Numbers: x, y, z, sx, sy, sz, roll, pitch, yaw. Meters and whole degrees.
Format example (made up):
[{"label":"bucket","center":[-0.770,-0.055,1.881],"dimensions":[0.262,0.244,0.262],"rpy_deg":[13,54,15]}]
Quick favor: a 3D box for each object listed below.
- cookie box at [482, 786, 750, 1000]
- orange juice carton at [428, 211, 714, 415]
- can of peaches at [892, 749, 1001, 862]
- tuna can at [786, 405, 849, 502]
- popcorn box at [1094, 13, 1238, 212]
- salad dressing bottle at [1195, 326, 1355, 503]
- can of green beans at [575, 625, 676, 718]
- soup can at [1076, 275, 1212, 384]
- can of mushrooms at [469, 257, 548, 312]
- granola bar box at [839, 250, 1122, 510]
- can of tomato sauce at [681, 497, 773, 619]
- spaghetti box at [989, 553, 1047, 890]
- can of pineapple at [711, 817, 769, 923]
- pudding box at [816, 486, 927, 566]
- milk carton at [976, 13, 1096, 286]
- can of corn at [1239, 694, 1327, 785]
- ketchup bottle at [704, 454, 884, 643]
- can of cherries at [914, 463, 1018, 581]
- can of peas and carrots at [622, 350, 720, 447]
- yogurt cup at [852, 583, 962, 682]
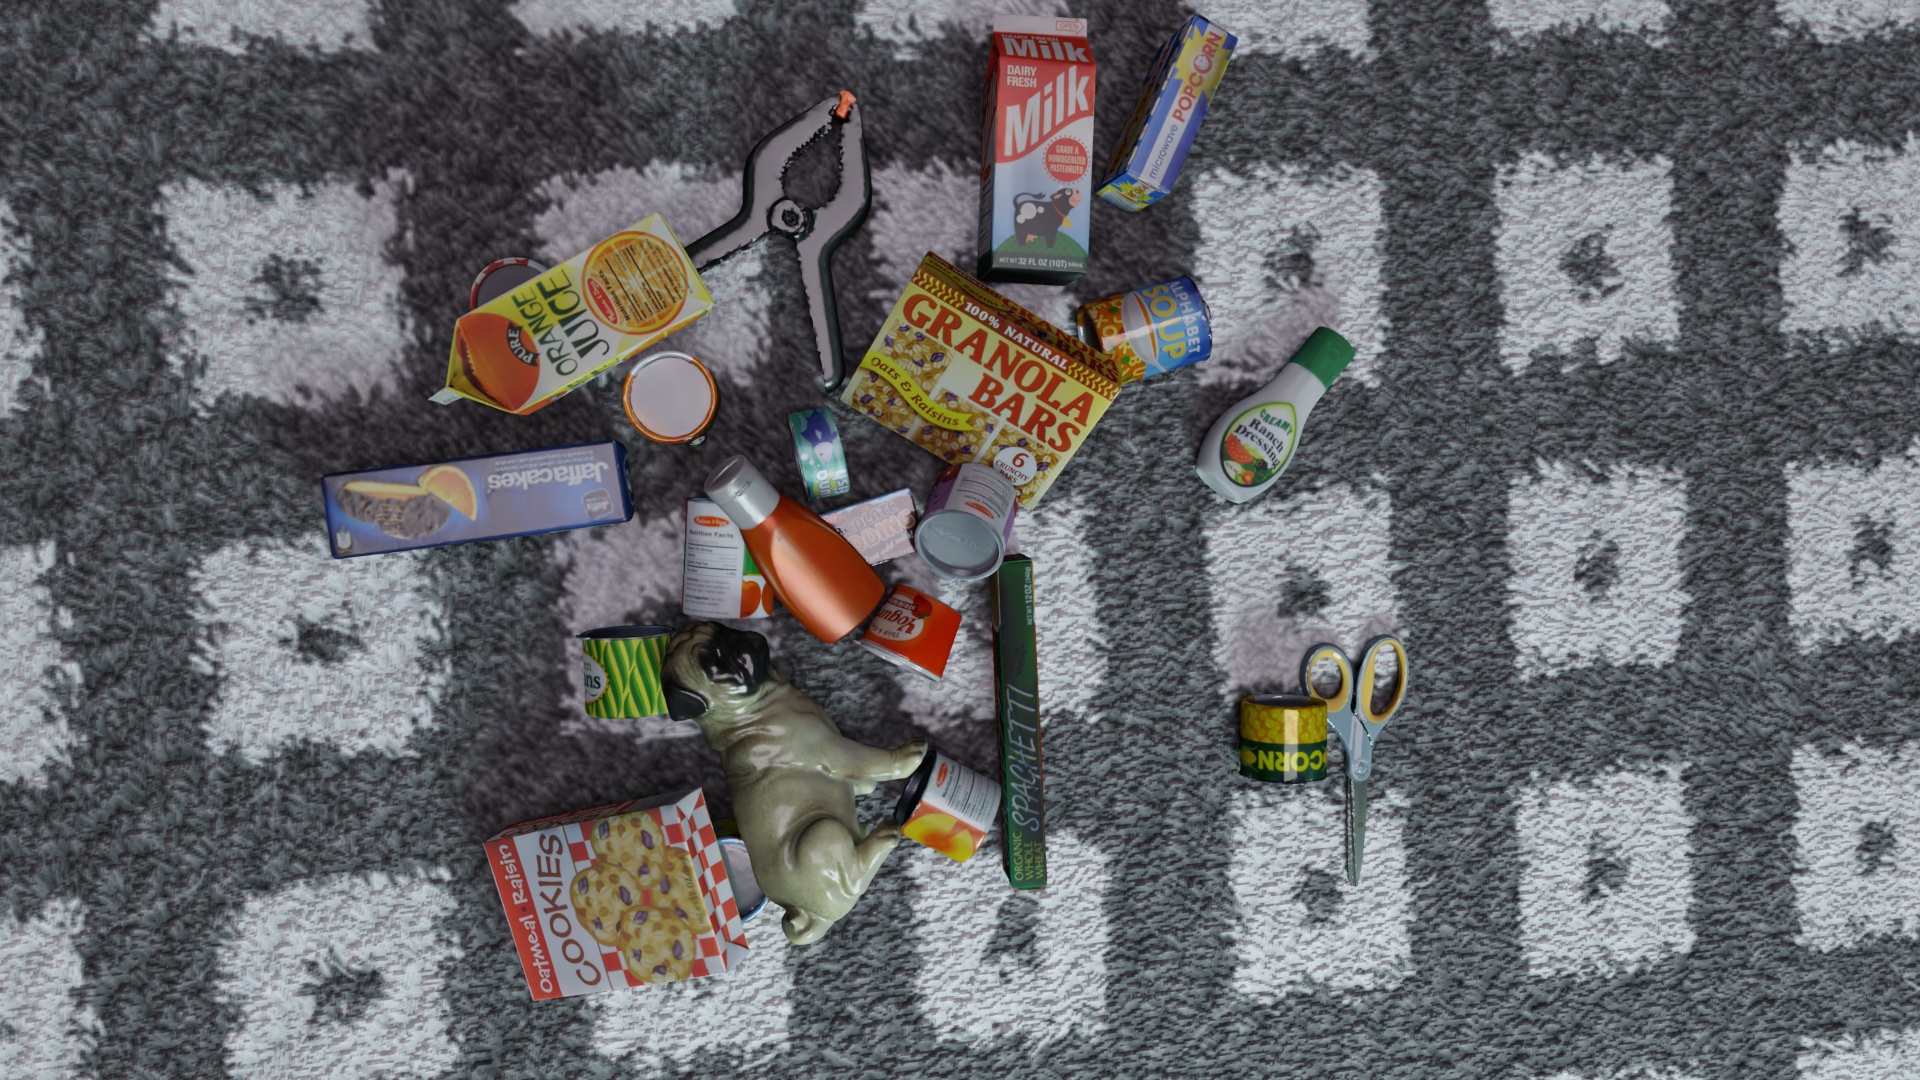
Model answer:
[{"label":"cookie box","center":[-0.243,0.250,0.978],"dimensions":[0.167,0.040,0.123],"rpy_deg":[-15,94,21]},{"label":"orange juice carton","center":[-0.269,-0.142,0.942],"dimensions":[0.193,0.072,0.073],"rpy_deg":[-31,99,-8]},{"label":"can of peaches","center":[-0.011,0.199,1.034],"dimensions":[0.058,0.071,0.071],"rpy_deg":[28,89,-9]},{"label":"tuna can","center":[-0.103,-0.061,1.005],"dimensions":[0.033,0.071,0.071],"rpy_deg":[-14,95,-8]},{"label":"popcorn box","center":[0.149,-0.311,1.021],"dimensions":[0.038,0.085,0.126],"rpy_deg":[25,89,-10]},{"label":"salad dressing bottle","center":[0.243,-0.098,1.066],"dimensions":[0.064,0.044,0.148],"rpy_deg":[40,87,-7]},{"label":"can of green beans","center":[-0.236,0.093,0.995],"dimensions":[0.071,0.071,0.057],"rpy_deg":[-2,94,-8]},{"label":"soup can","center":[0.137,-0.155,1.034],"dimensions":[0.084,0.071,0.071],"rpy_deg":[-17,95,-7]},{"label":"can of mushrooms","center":[-0.314,-0.165,0.987],"dimensions":[0.071,0.033,0.071],"rpy_deg":[-1,93,-9]},{"label":"granola bar box","center":[0.015,-0.114,1.006],"dimensions":[0.165,0.039,0.123],"rpy_deg":[30,122,-9]},{"label":"can of tomato sauce","center":[-0.165,0.012,1.003],"dimensions":[0.071,0.071,0.083],"rpy_deg":[3,93,-8]},{"label":"spaghetti box","center":[0.043,0.136,1.045],"dimensions":[0.029,0.050,0.249],"rpy_deg":[-3,93,-6]},{"label":"can of pineapple","center":[-0.168,0.241,1.016],"dimensions":[0.071,0.058,0.071],"rpy_deg":[0,93,-8]},{"label":"pudding box","center":[-0.071,-0.006,1.032],"dimensions":[0.084,0.030,0.049],"rpy_deg":[-17,95,-7]},{"label":"milk carton","center":[0.055,-0.287,1.015],"dimensions":[0.072,0.073,0.190],"rpy_deg":[1,92,-8]},{"label":"can of corn","center":[0.248,0.152,1.065],"dimensions":[0.071,0.071,0.058],"rpy_deg":[0,93,-8]},{"label":"ketchup bottle","center":[-0.118,0.004,0.966],"dimensions":[0.065,0.043,0.148],"rpy_deg":[-46,122,-11]},{"label":"can of cherries","center":[0.004,-0.013,1.016],"dimensions":[0.071,0.059,0.071],"rpy_deg":[8,132,10]},{"label":"can of peas and carrots","center":[-0.205,-0.099,0.993],"dimensions":[0.071,0.059,0.071],"rpy_deg":[0,93,-8]},{"label":"yogurt cup","center":[-0.034,0.067,1.025],"dimensions":[0.072,0.072,0.054],"rpy_deg":[27,81,-9]}]
